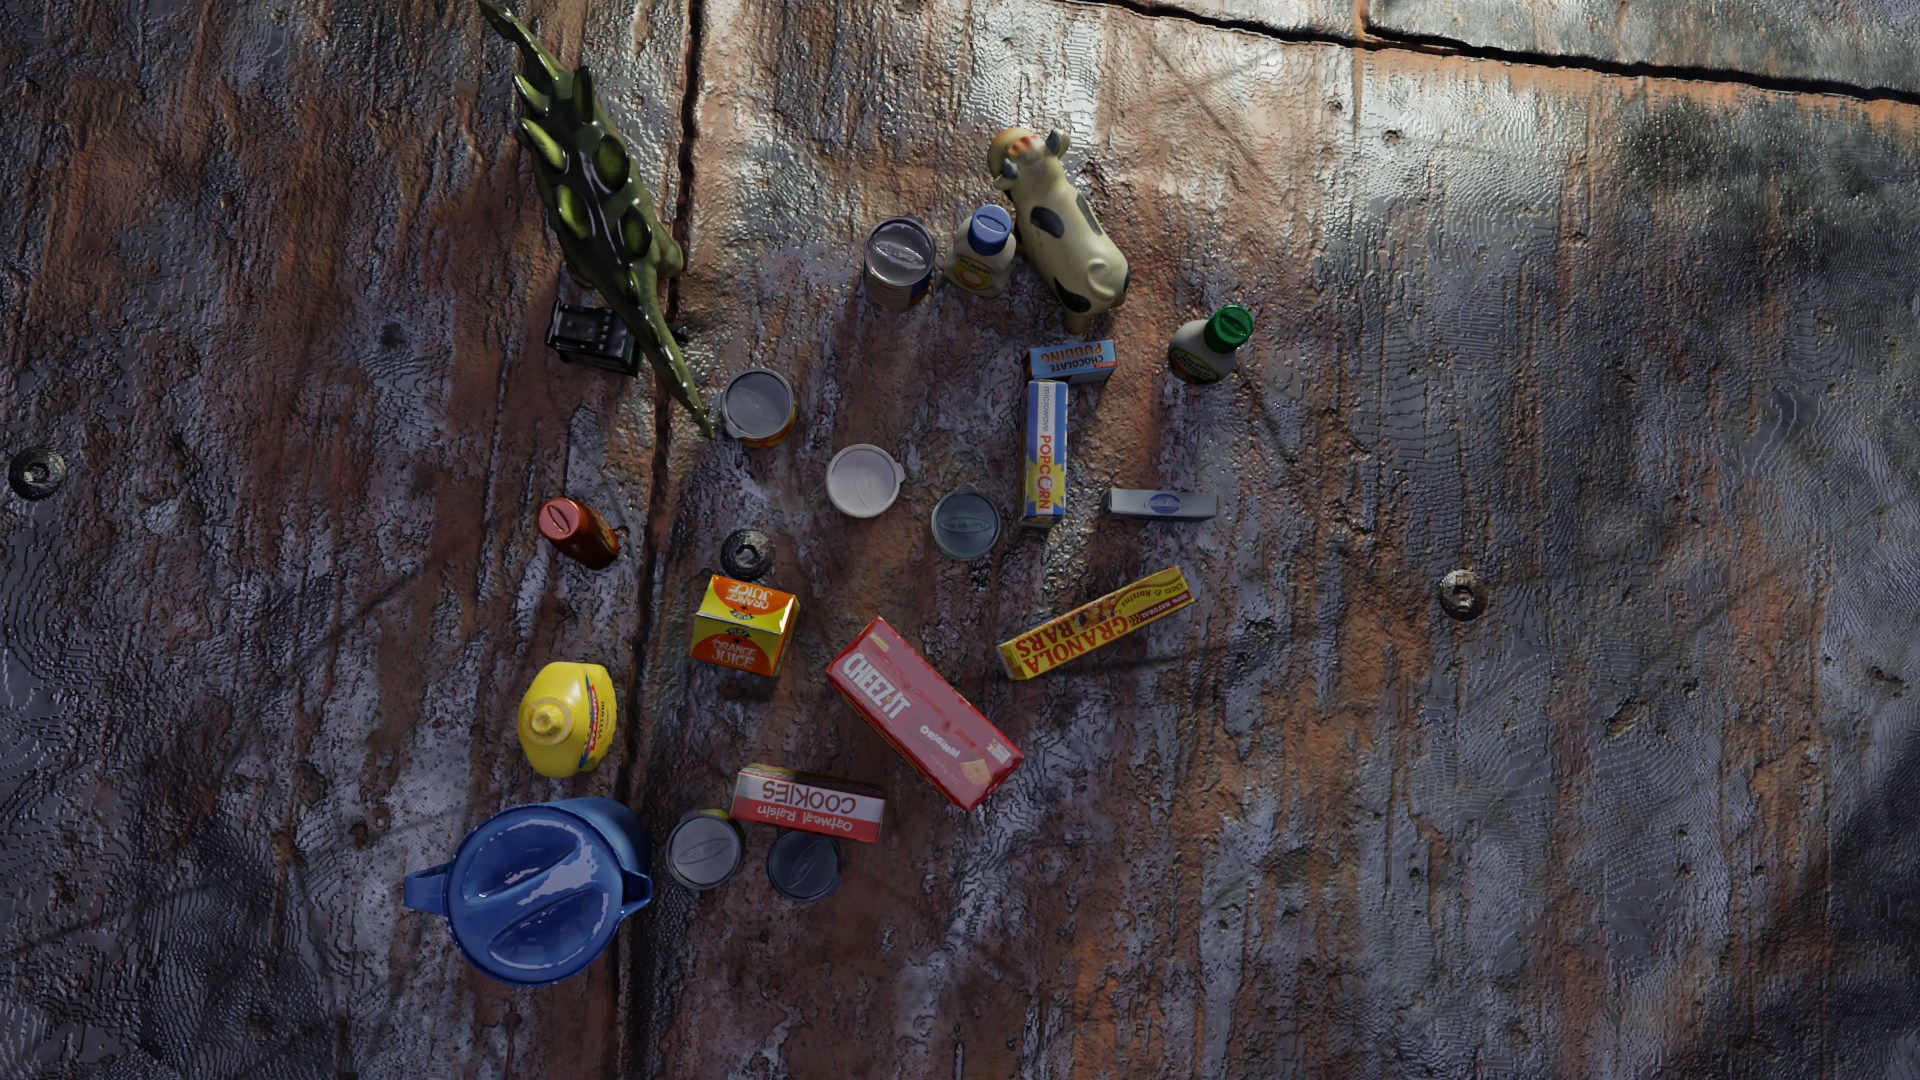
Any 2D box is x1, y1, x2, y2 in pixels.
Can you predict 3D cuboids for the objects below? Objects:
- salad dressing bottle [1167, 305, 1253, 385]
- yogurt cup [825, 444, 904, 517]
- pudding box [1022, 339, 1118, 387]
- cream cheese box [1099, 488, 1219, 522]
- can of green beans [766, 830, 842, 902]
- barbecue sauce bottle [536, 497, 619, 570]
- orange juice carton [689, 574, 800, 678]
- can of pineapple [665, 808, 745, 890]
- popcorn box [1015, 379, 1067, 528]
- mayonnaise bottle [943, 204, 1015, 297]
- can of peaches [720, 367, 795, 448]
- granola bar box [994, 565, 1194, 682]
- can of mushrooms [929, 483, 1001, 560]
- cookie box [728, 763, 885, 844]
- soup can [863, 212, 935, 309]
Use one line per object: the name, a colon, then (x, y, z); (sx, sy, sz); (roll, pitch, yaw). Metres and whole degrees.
salad dressing bottle: (0.233, -0.182, 1.288); (0.064, 0.147, 0.044); (35, 82, 0)
yogurt cup: (-0.091, -0.052, 1.292); (0.072, 0.054, 0.072); (1, 83, -5)
pudding box: (0.104, -0.168, 1.325); (0.084, 0.049, 0.030); (-7, 84, -6)
cream cheese box: (0.187, -0.033, 1.314); (0.104, 0.053, 0.024); (2, 84, -5)
can of green beans: (-0.140, 0.287, 1.246); (0.071, 0.057, 0.071); (1, 83, -5)
barbecue sauce bottle: (-0.338, -0.009, 1.219); (0.044, 0.148, 0.065); (-35, 88, -7)
orange juice carton: (-0.184, 0.076, 1.199); (0.072, 0.192, 0.073); (15, 83, -3)
can of pineapple: (-0.227, 0.273, 1.240); (0.071, 0.058, 0.071); (1, 83, -5)
popcorn box: (0.075, -0.079, 1.294); (0.038, 0.085, 0.127); (2, 83, -4)
mayonnaise bottle: (0.020, -0.268, 1.280); (0.065, 0.148, 0.041); (25, 82, -2)
can of peaches: (-0.189, -0.120, 1.290); (0.071, 0.058, 0.071); (1, 83, -5)
granola bar box: (0.118, 0.078, 1.259); (0.166, 0.124, 0.039); (-24, 86, -7)
can of mushrooms: (0.005, -0.016, 1.306); (0.071, 0.033, 0.071); (1, 83, -5)
cookie box: (-0.130, 0.225, 1.199); (0.123, 0.167, 0.040); (11, 83, -3)
soup can: (-0.057, -0.261, 1.305); (0.071, 0.083, 0.071); (1, 84, -5)
